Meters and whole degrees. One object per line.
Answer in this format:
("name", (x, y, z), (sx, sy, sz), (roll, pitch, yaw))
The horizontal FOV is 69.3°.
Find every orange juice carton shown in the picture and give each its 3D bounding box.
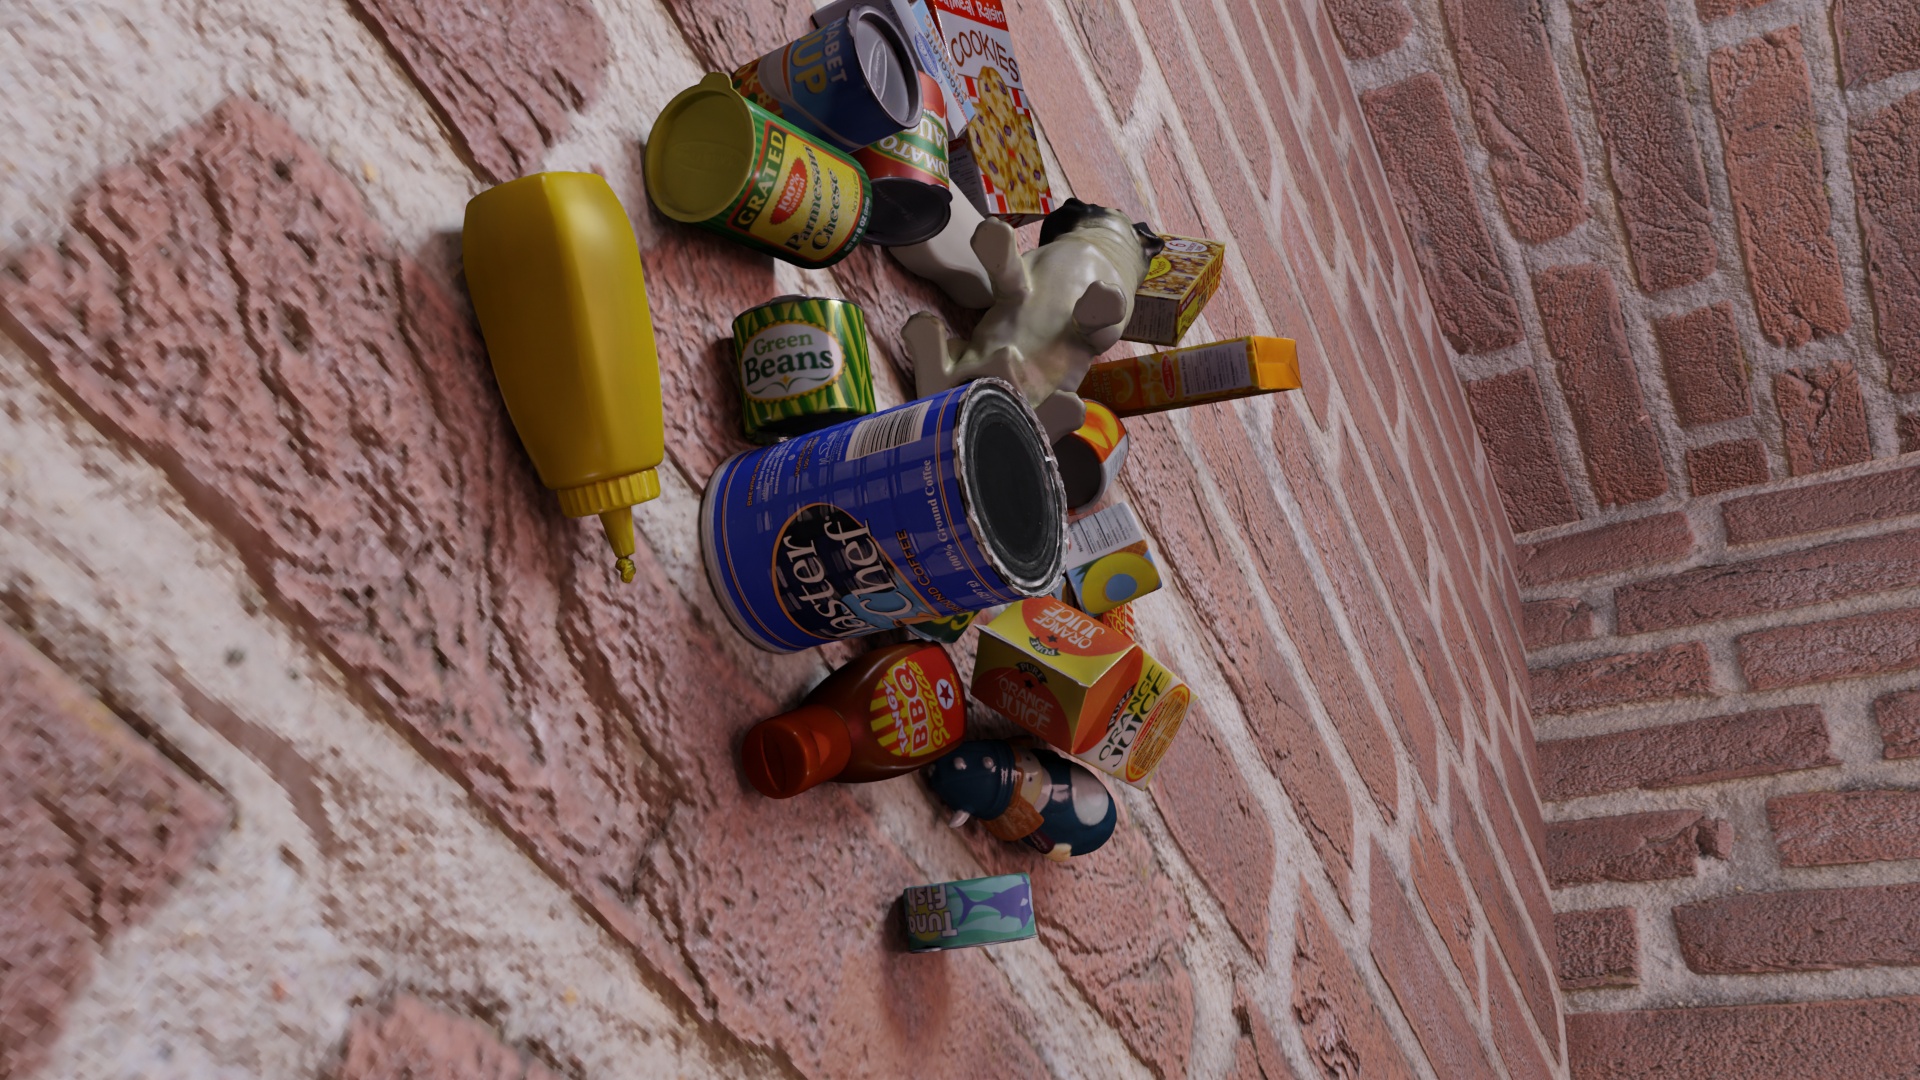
("orange juice carton", (0.070, 0.086, 0.805), (0.073, 0.072, 0.192), (-59, 152, -3))

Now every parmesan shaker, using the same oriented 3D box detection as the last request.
("parmesan shaker", (-0.097, -0.181, 0.691), (0.103, 0.071, 0.071), (7, 71, -61))

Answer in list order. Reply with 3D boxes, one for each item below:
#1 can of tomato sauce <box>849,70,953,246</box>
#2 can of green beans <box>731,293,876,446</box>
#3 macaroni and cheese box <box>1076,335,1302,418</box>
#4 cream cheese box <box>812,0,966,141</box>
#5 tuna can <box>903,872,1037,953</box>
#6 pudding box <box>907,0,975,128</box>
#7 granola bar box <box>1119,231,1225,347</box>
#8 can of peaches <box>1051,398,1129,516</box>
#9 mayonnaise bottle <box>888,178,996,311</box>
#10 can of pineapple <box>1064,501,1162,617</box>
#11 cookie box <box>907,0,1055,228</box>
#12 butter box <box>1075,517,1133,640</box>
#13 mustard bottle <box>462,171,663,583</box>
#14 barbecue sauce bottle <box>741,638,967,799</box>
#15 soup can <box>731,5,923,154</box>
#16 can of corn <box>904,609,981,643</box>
("can of tomato sauce", (-0.038, -0.228, 0.822), (0.071, 0.071, 0.083), (33, 49, -53))
("can of green beans", (-0.077, -0.082, 0.686), (0.071, 0.071, 0.058), (9, 70, -60))
("macaroni and cheese box", (0.151, -0.115, 1.014), (0.124, 0.166, 0.040), (-12, 94, -62))
("cream cheese box", (-0.043, -0.291, 0.861), (0.103, 0.053, 0.024), (60, 33, -27))
("tuna can", (0.003, 0.189, 0.706), (0.071, 0.071, 0.033), (17, 62, -59))
("pudding box", (-0.031, -0.298, 0.891), (0.083, 0.049, 0.030), (60, 30, -27))
("granola bar box", (0.121, -0.195, 1.043), (0.166, 0.124, 0.038), (-50, 148, -57))
("can of peaches", (0.075, -0.058, 0.960), (0.071, 0.071, 0.058), (67, 29, -17))
("mayonnaise bottle", (0.005, -0.185, 0.914), (0.148, 0.041, 0.065), (30, 59, -56))
("can of pineapple", (0.100, 0.015, 0.953), (0.071, 0.058, 0.071), (-28, 95, -87))
("cookie box", (0.008, -0.305, 0.977), (0.123, 0.040, 0.167), (-24, 100, -62))
("butter box", (0.105, 0.038, 1.011), (0.053, 0.024, 0.104), (42, 43, -48))
("mustard bottle", (-0.150, -0.061, 0.549), (0.049, 0.065, 0.160), (-23, 103, -57))
("barbecue sauce bottle", (-0.049, 0.090, 0.679), (0.149, 0.043, 0.065), (-12, 86, -62))
("soup can", (-0.074, -0.242, 0.748), (0.071, 0.083, 0.071), (36, 46, -51))
("can of corn", (-0.010, 0.013, 0.740), (0.071, 0.058, 0.071), (35, 16, -11))
